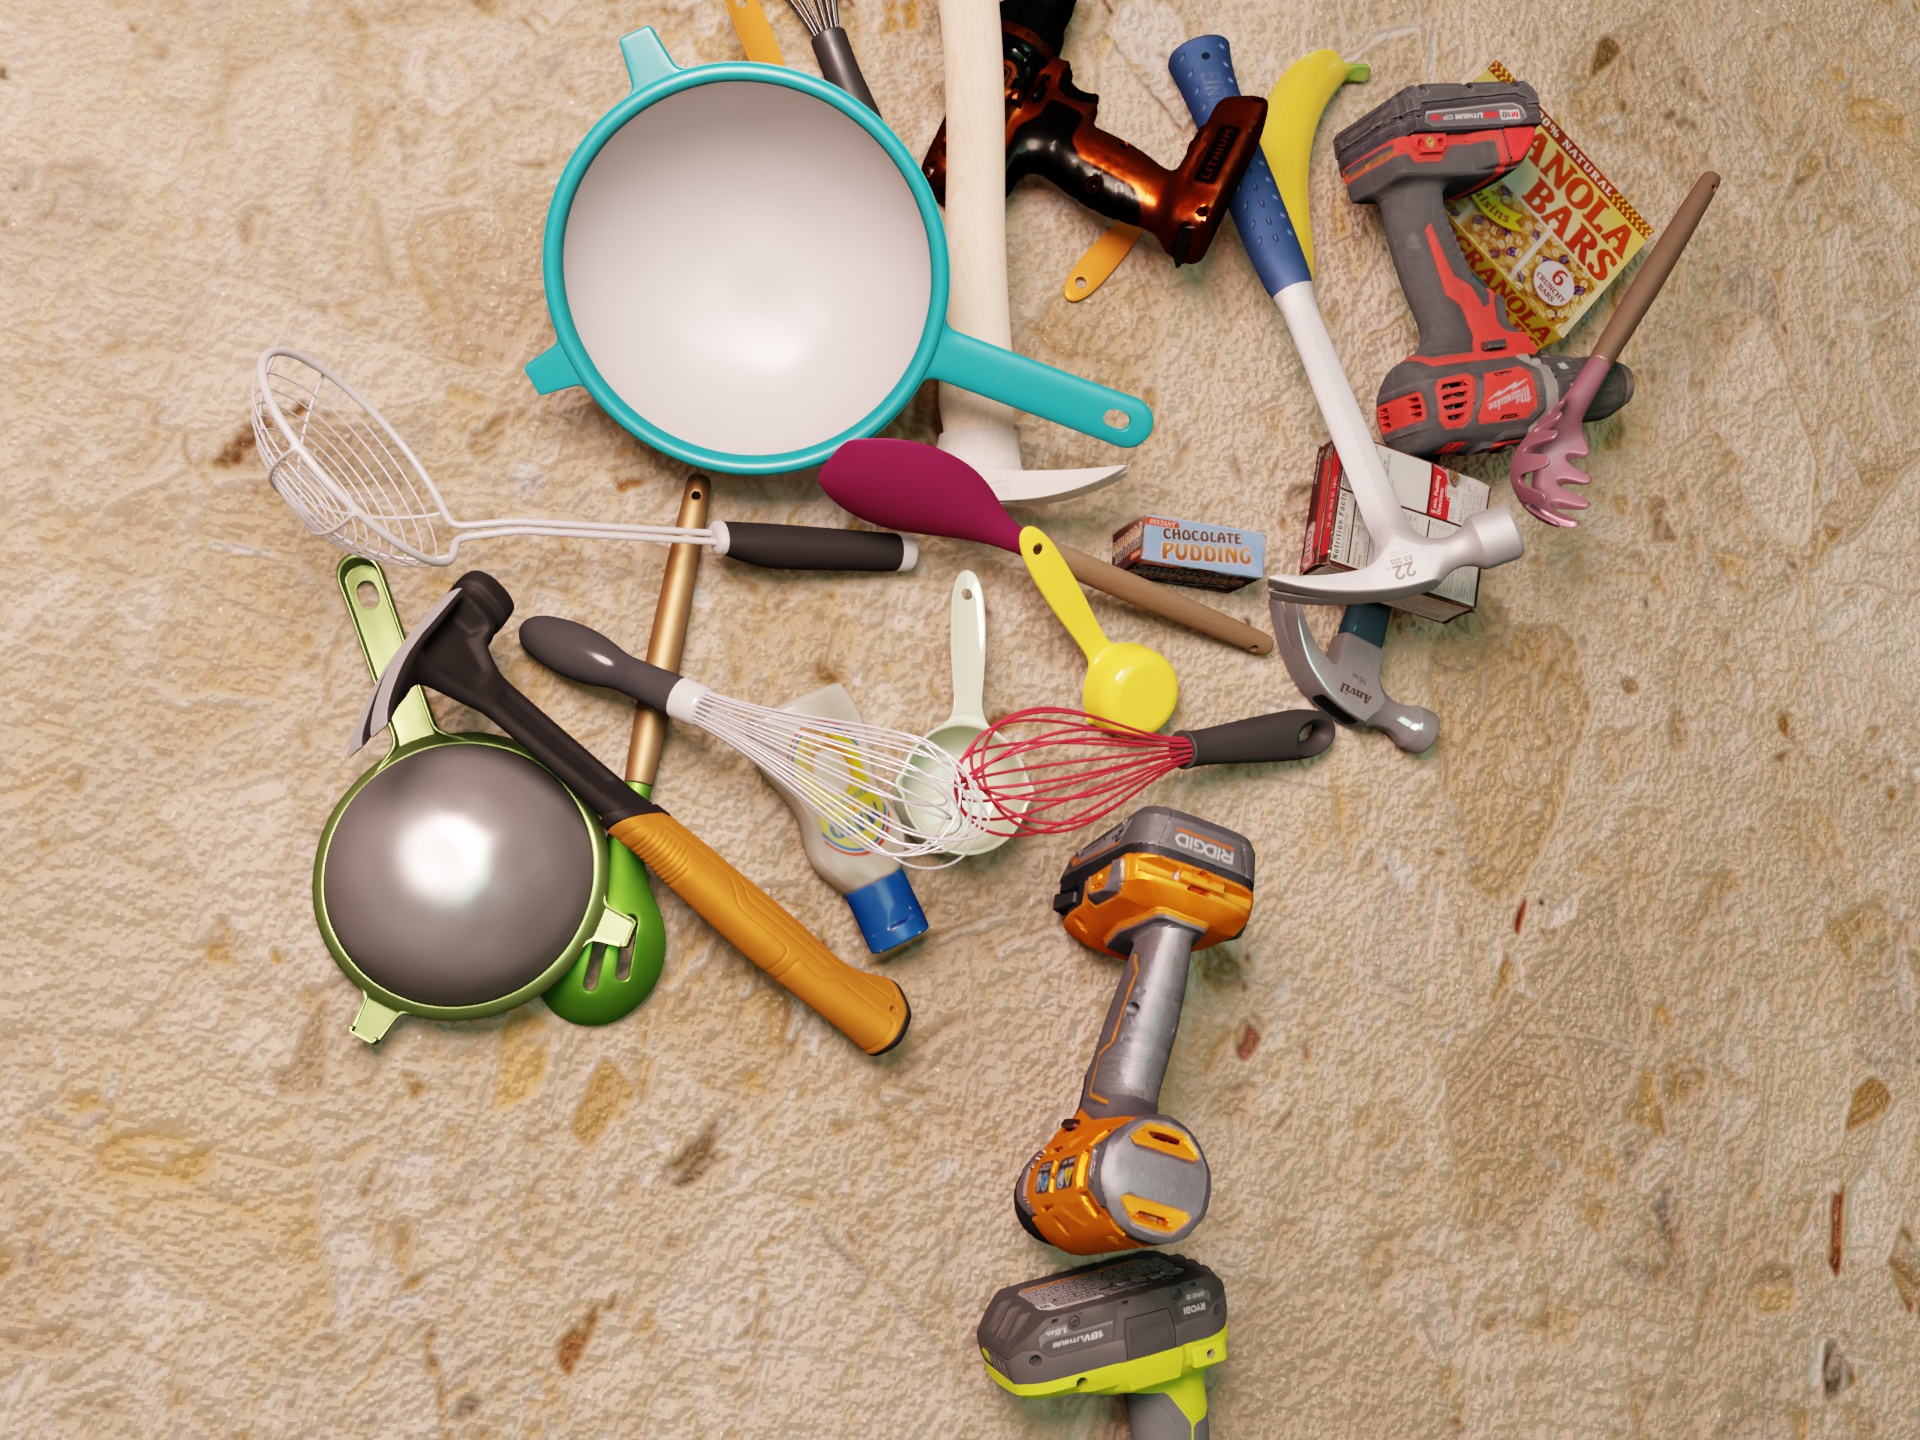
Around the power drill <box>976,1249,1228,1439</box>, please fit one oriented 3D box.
[{"bbox_3d":[0.081,0.422,0.857,0.190,0.080,0.228,-8,85,-19],"label":"power drill"}]

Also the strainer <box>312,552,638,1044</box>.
[{"bbox_3d":[-0.275,0.026,0.807,0.151,0.069,0.256,-20,81,-9],"label":"strainer"}]

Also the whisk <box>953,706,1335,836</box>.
[{"bbox_3d":[0.115,0.020,0.925,0.295,0.073,0.073,-7,82,-36],"label":"whisk"}]

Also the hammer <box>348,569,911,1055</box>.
[{"bbox_3d":[-0.152,0.071,0.820,0.336,0.034,0.127,43,34,-20],"label":"hammer"}]

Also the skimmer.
[{"bbox_3d":[-0.177,-0.123,0.836,0.363,0.090,0.127,1,40,-29],"label":"skimmer"}]

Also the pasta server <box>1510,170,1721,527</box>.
[{"bbox_3d":[0.424,-0.245,1.011,0.316,0.040,0.060,-54,125,-20],"label":"pasta server"}]

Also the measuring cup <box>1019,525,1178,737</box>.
[{"bbox_3d":[0.080,-0.051,0.930,0.062,0.029,0.156,-43,122,-11],"label":"measuring cup"}]

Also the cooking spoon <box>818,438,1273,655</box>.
[{"bbox_3d":[0.062,-0.094,0.935,0.318,0.068,0.017,19,48,-27],"label":"cooking spoon"}]

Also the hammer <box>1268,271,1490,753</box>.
[{"bbox_3d":[0.295,-0.152,1.049,0.128,0.033,0.331,24,74,-13],"label":"hammer"}]

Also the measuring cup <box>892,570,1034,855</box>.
[{"bbox_3d":[-0.001,-0.003,0.927,0.083,0.038,0.168,5,77,-17],"label":"measuring cup"}]

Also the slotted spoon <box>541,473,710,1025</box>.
[{"bbox_3d":[-0.174,0.010,0.875,0.070,0.031,0.314,12,76,-10],"label":"slotted spoon"}]

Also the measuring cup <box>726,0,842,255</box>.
[{"bbox_3d":[-0.108,-0.350,0.947,0.095,0.052,0.174,-20,85,-20],"label":"measuring cup"}]

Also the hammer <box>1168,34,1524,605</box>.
[{"bbox_3d":[0.204,-0.256,0.989,0.144,0.035,0.406,-19,71,7],"label":"hammer"}]

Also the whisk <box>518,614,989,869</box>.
[{"bbox_3d":[-0.115,0.003,0.831,0.285,0.070,0.070,23,72,16],"label":"whisk"}]

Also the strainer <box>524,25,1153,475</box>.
[{"bbox_3d":[-0.055,-0.228,0.881,0.340,0.095,0.211,18,112,-14],"label":"strainer"}]

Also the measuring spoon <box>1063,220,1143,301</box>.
[{"bbox_3d":[0.103,-0.312,1.027,0.021,0.011,0.117,41,71,-7],"label":"measuring spoon"}]

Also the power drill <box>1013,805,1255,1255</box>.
[{"bbox_3d":[0.085,0.177,0.872,0.084,0.164,0.227,20,63,-13],"label":"power drill"}]

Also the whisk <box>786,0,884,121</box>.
[{"bbox_3d":[-0.079,-0.417,0.971,0.055,0.055,0.239,-21,91,-20],"label":"whisk"}]

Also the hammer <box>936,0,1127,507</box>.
[{"bbox_3d":[0.018,-0.330,0.934,0.146,0.038,0.410,-2,89,5],"label":"hammer"}]

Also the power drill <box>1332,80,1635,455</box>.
[{"bbox_3d":[0.343,-0.287,1.029,0.188,0.080,0.227,-11,90,-22],"label":"power drill"}]
